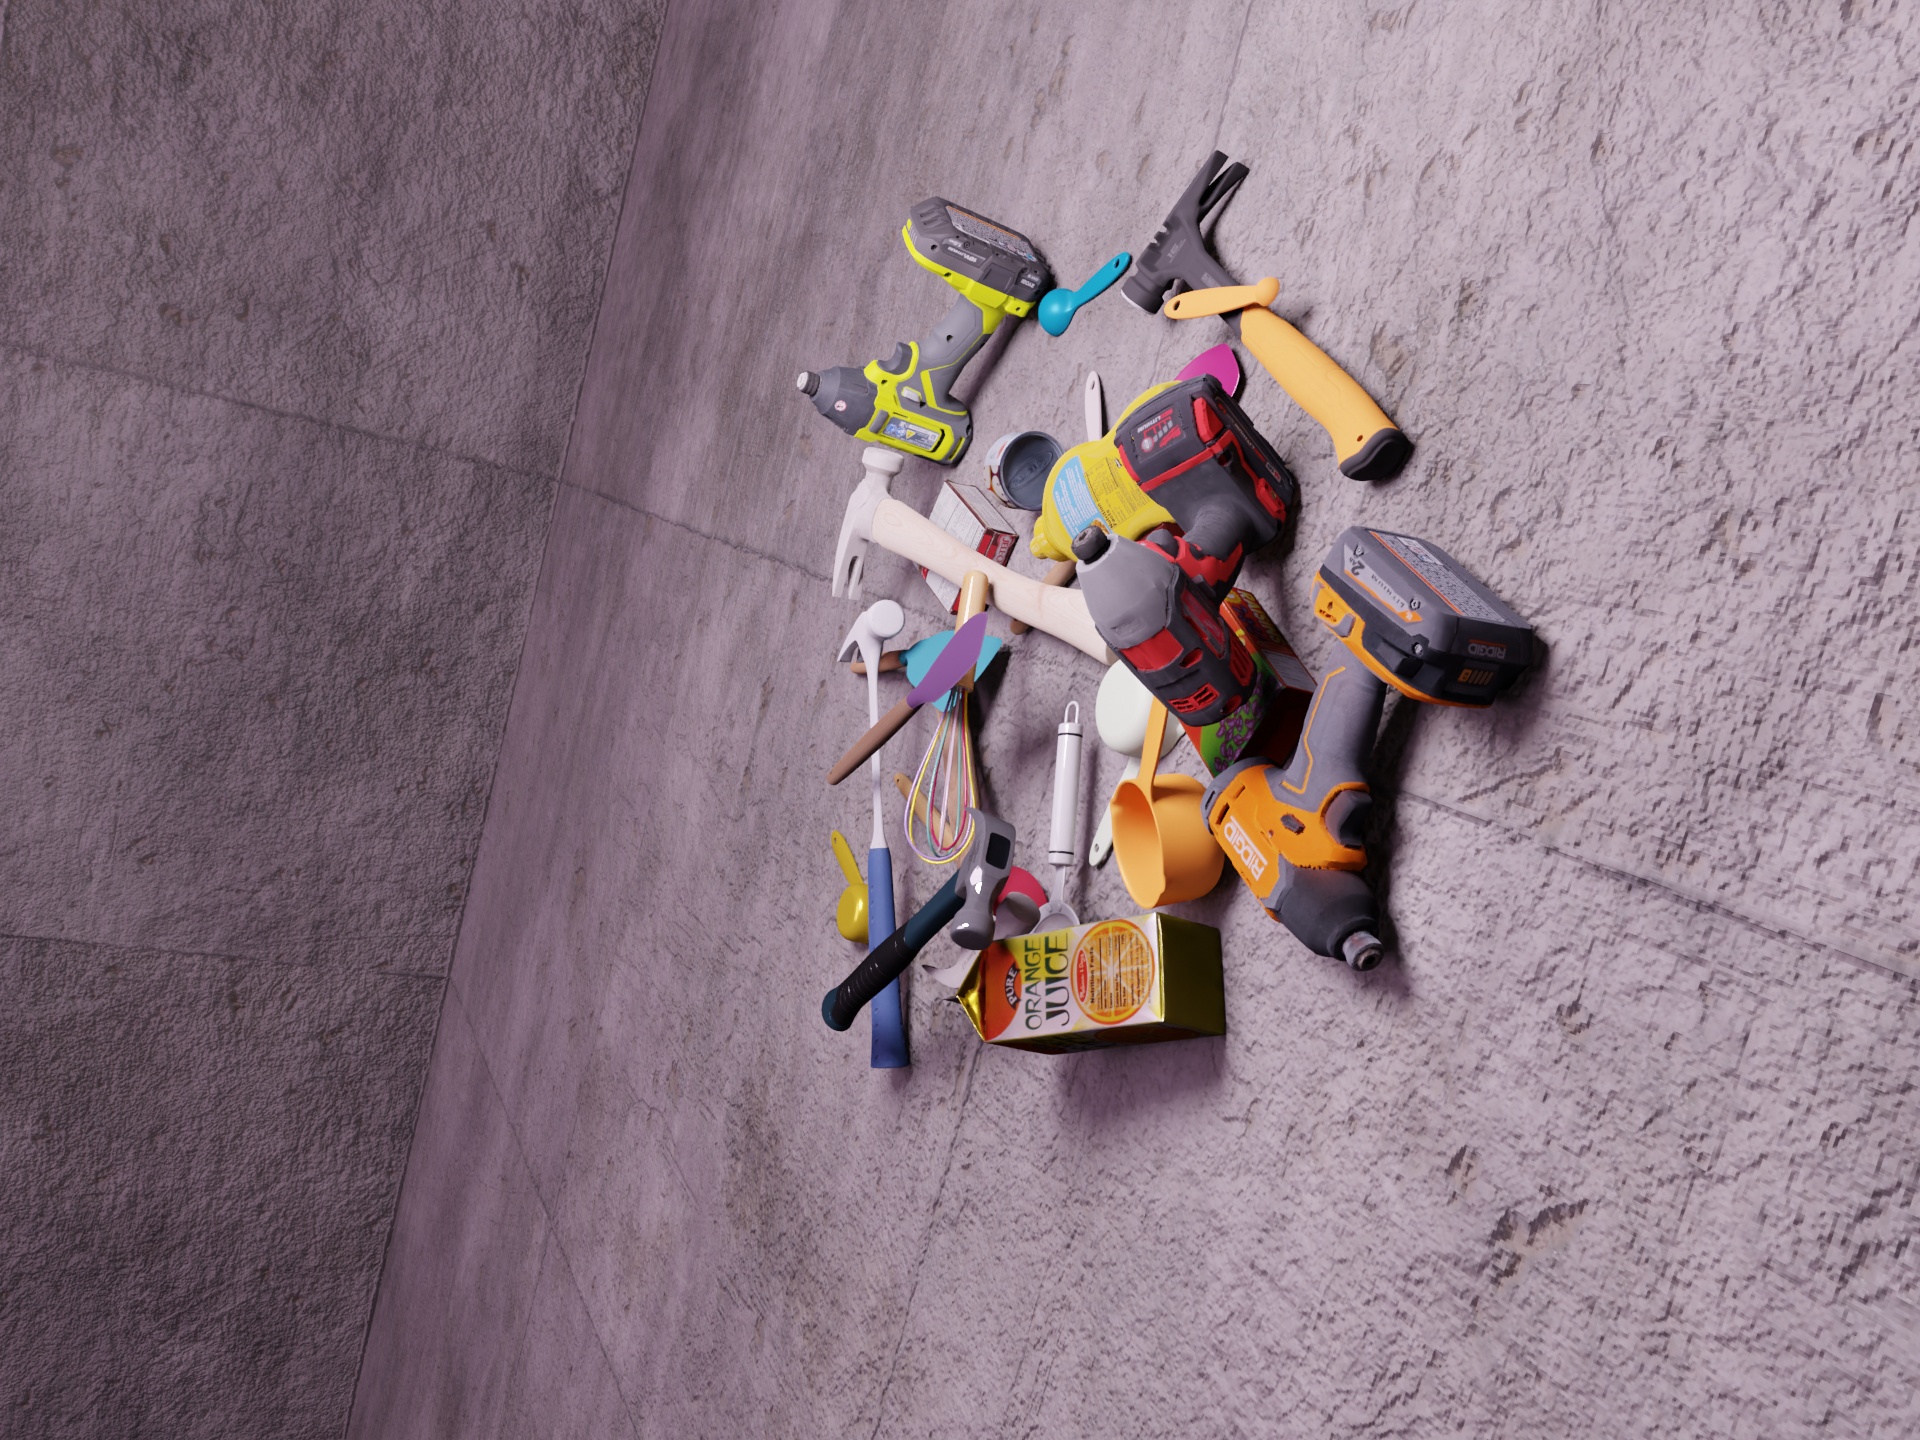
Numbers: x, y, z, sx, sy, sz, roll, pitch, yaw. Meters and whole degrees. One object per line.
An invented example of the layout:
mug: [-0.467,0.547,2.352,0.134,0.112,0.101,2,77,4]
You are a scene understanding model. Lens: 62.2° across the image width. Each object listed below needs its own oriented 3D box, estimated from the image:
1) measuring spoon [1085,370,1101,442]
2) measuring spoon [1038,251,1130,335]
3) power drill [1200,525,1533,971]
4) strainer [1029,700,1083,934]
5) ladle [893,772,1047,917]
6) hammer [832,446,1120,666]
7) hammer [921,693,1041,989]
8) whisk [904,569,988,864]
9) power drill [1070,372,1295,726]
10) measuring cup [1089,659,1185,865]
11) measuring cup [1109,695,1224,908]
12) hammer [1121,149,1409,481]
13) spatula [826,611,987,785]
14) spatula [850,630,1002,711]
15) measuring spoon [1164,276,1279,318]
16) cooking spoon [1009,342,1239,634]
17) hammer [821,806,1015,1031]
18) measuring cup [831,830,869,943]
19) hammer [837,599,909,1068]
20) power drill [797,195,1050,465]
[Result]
measuring spoon: [0.115,-0.239,1.295,0.034,0.018,0.124,-49,33,46]
measuring spoon: [0.101,-0.369,1.355,0.128,0.021,0.042,-24,59,59]
power drill: [0.230,0.023,0.910,0.226,0.084,0.164,-69,29,28]
strainer: [0.077,0.112,1.189,0.087,0.050,0.258,-12,70,57]
ladle: [-0.002,0.110,1.371,0.316,0.031,0.069,45,118,60]
hammer: [0.009,-0.118,1.356,0.411,0.038,0.146,34,113,51]
hammer: [0.004,0.085,1.306,0.130,0.031,0.332,-57,25,33]
whisk: [0.000,-0.004,1.270,0.047,0.051,0.245,-7,68,42]
power drill: [0.136,-0.113,0.995,0.078,0.143,0.220,-26,29,37]
measuring cup: [0.114,0.030,1.165,0.083,0.038,0.167,45,118,58]
measuring cup: [0.143,0.044,1.041,0.095,0.052,0.173,-119,28,-53]
hammer: [0.214,-0.270,1.086,0.127,0.034,0.337,-55,37,25]
spatula: [-0.048,-0.008,1.304,0.316,0.018,0.060,-42,31,55]
spatula: [-0.051,-0.049,1.495,0.082,0.044,0.317,-52,14,-12]
measuring spoon: [0.178,-0.294,1.107,0.117,0.011,0.021,12,86,57]
cooking spoon: [0.122,-0.169,1.247,0.318,0.017,0.069,-50,41,42]
hammer: [-0.040,0.170,1.226,0.331,0.033,0.128,-50,19,52]
measuring cup: [-0.114,0.156,1.554,0.062,0.029,0.157,-65,32,25]
hammer: [-0.074,0.104,1.430,0.144,0.035,0.405,153,115,-72]
power drill: [-0.033,-0.349,1.447,0.223,0.171,0.080,-56,34,31]
